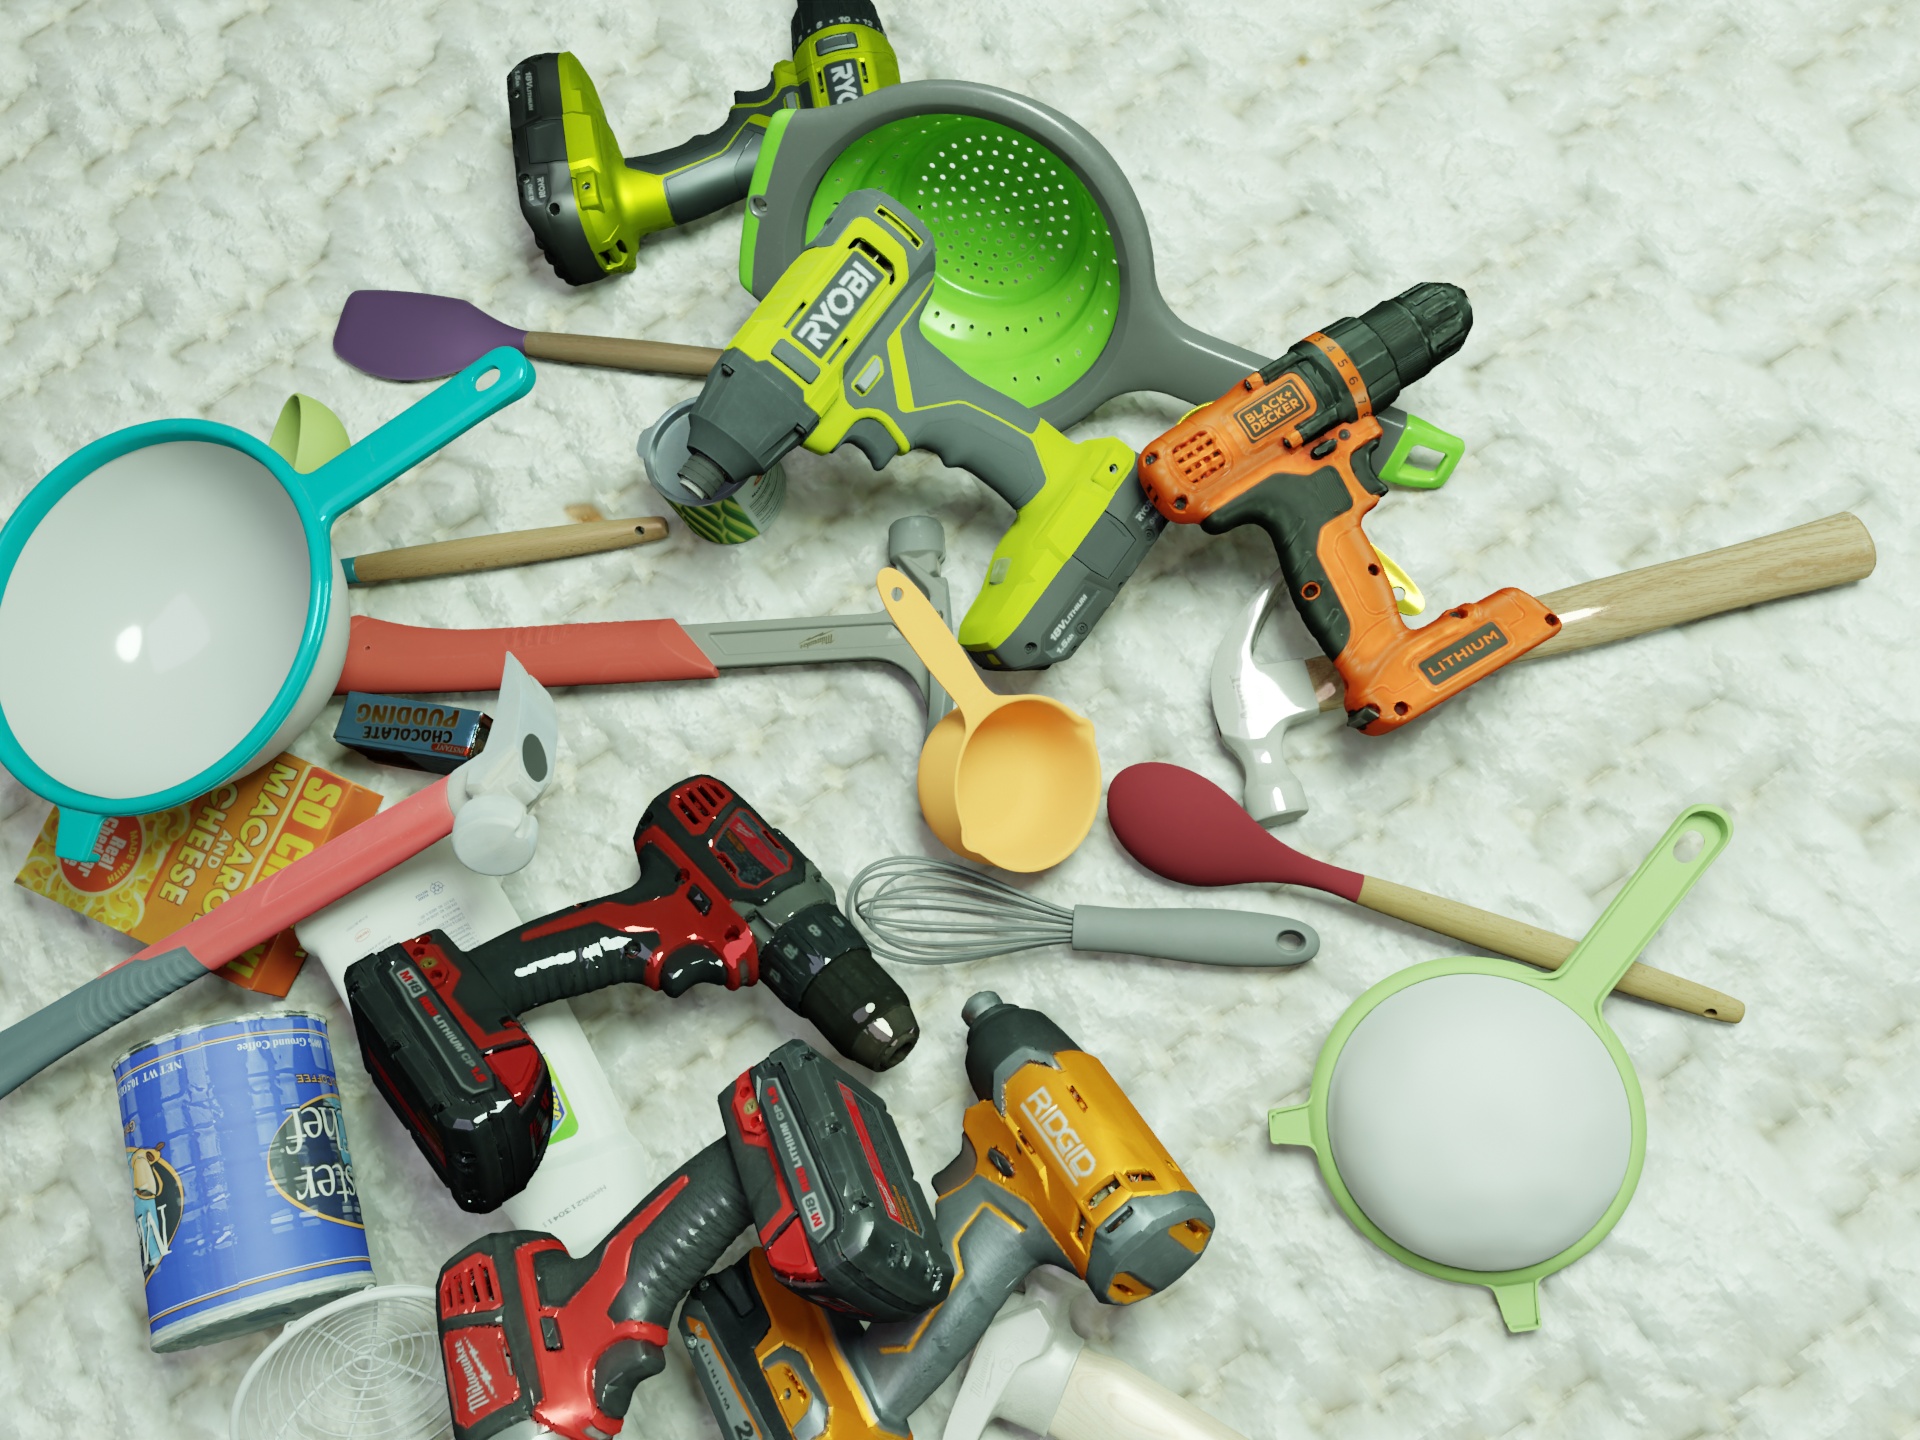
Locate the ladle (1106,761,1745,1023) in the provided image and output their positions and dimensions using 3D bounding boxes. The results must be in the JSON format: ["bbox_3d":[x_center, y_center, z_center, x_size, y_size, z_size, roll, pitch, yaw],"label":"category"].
[{"bbox_3d":[0.219,0.090,0.772,0.315,0.069,0.031,18,39,9],"label":"ladle"}]

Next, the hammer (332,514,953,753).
[{"bbox_3d":[-0.182,-0.029,0.876,0.359,0.036,0.149,-3,73,7],"label":"hammer"}]

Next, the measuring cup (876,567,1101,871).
[{"bbox_3d":[-0.001,-0.003,0.788,0.095,0.052,0.173,-43,110,-23],"label":"measuring cup"}]

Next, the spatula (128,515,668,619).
[{"bbox_3d":[-0.325,-0.087,0.915,0.317,0.044,0.082,-8,103,5],"label":"spatula"}]

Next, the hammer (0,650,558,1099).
[{"bbox_3d":[-0.372,0.098,0.812,0.386,0.038,0.143,-28,35,12],"label":"hammer"}]

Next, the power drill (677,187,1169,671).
[{"bbox_3d":[-0.018,-0.130,0.802,0.223,0.080,0.171,38,81,-15],"label":"power drill"}]

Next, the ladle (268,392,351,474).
[{"bbox_3d":[-0.508,-0.112,0.949,0.320,0.062,0.078,-19,58,7],"label":"ladle"}]

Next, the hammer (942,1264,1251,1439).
[{"bbox_3d":[0.187,0.382,0.695,0.411,0.038,0.146,23,80,15],"label":"hammer"}]

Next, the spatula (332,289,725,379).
[{"bbox_3d":[-0.236,-0.221,0.953,0.316,0.018,0.060,8,76,13],"label":"spatula"}]

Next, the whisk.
[{"bbox_3d":[0.059,0.101,0.797,0.239,0.055,0.055,4,75,6],"label":"whisk"}]

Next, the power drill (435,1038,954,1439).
[{"bbox_3d":[-0.122,0.249,0.677,0.219,0.078,0.143,-34,47,6],"label":"power drill"}]

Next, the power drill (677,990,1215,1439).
[{"bbox_3d":[-0.015,0.237,0.728,0.226,0.084,0.164,-41,47,2],"label":"power drill"}]

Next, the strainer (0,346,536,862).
[{"bbox_3d":[-0.354,-0.082,0.847,0.340,0.095,0.211,-33,72,3],"label":"strainer"}]

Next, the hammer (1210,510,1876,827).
[{"bbox_3d":[0.289,-0.049,0.806,0.331,0.031,0.130,-15,72,5],"label":"hammer"}]

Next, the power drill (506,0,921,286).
[{"bbox_3d":[-0.145,-0.360,0.950,0.228,0.080,0.191,-12,72,3],"label":"power drill"}]

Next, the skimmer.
[{"bbox_3d":[-0.154,0.362,0.729,0.363,0.090,0.127,17,102,12],"label":"skimmer"}]

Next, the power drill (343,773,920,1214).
[{"bbox_3d":[-0.149,0.135,0.755,0.226,0.080,0.188,-29,57,-32],"label":"power drill"}]

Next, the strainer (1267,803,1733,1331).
[{"bbox_3d":[0.266,0.141,0.712,0.151,0.069,0.256,38,94,12],"label":"strainer"}]

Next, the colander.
[{"bbox_3d":[0.084,-0.227,0.861,0.397,0.204,0.095,21,43,-1],"label":"colander"}]

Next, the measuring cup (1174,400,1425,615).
[{"bbox_3d":[0.172,-0.102,0.816,0.156,0.029,0.062,40,81,7],"label":"measuring cup"}]
